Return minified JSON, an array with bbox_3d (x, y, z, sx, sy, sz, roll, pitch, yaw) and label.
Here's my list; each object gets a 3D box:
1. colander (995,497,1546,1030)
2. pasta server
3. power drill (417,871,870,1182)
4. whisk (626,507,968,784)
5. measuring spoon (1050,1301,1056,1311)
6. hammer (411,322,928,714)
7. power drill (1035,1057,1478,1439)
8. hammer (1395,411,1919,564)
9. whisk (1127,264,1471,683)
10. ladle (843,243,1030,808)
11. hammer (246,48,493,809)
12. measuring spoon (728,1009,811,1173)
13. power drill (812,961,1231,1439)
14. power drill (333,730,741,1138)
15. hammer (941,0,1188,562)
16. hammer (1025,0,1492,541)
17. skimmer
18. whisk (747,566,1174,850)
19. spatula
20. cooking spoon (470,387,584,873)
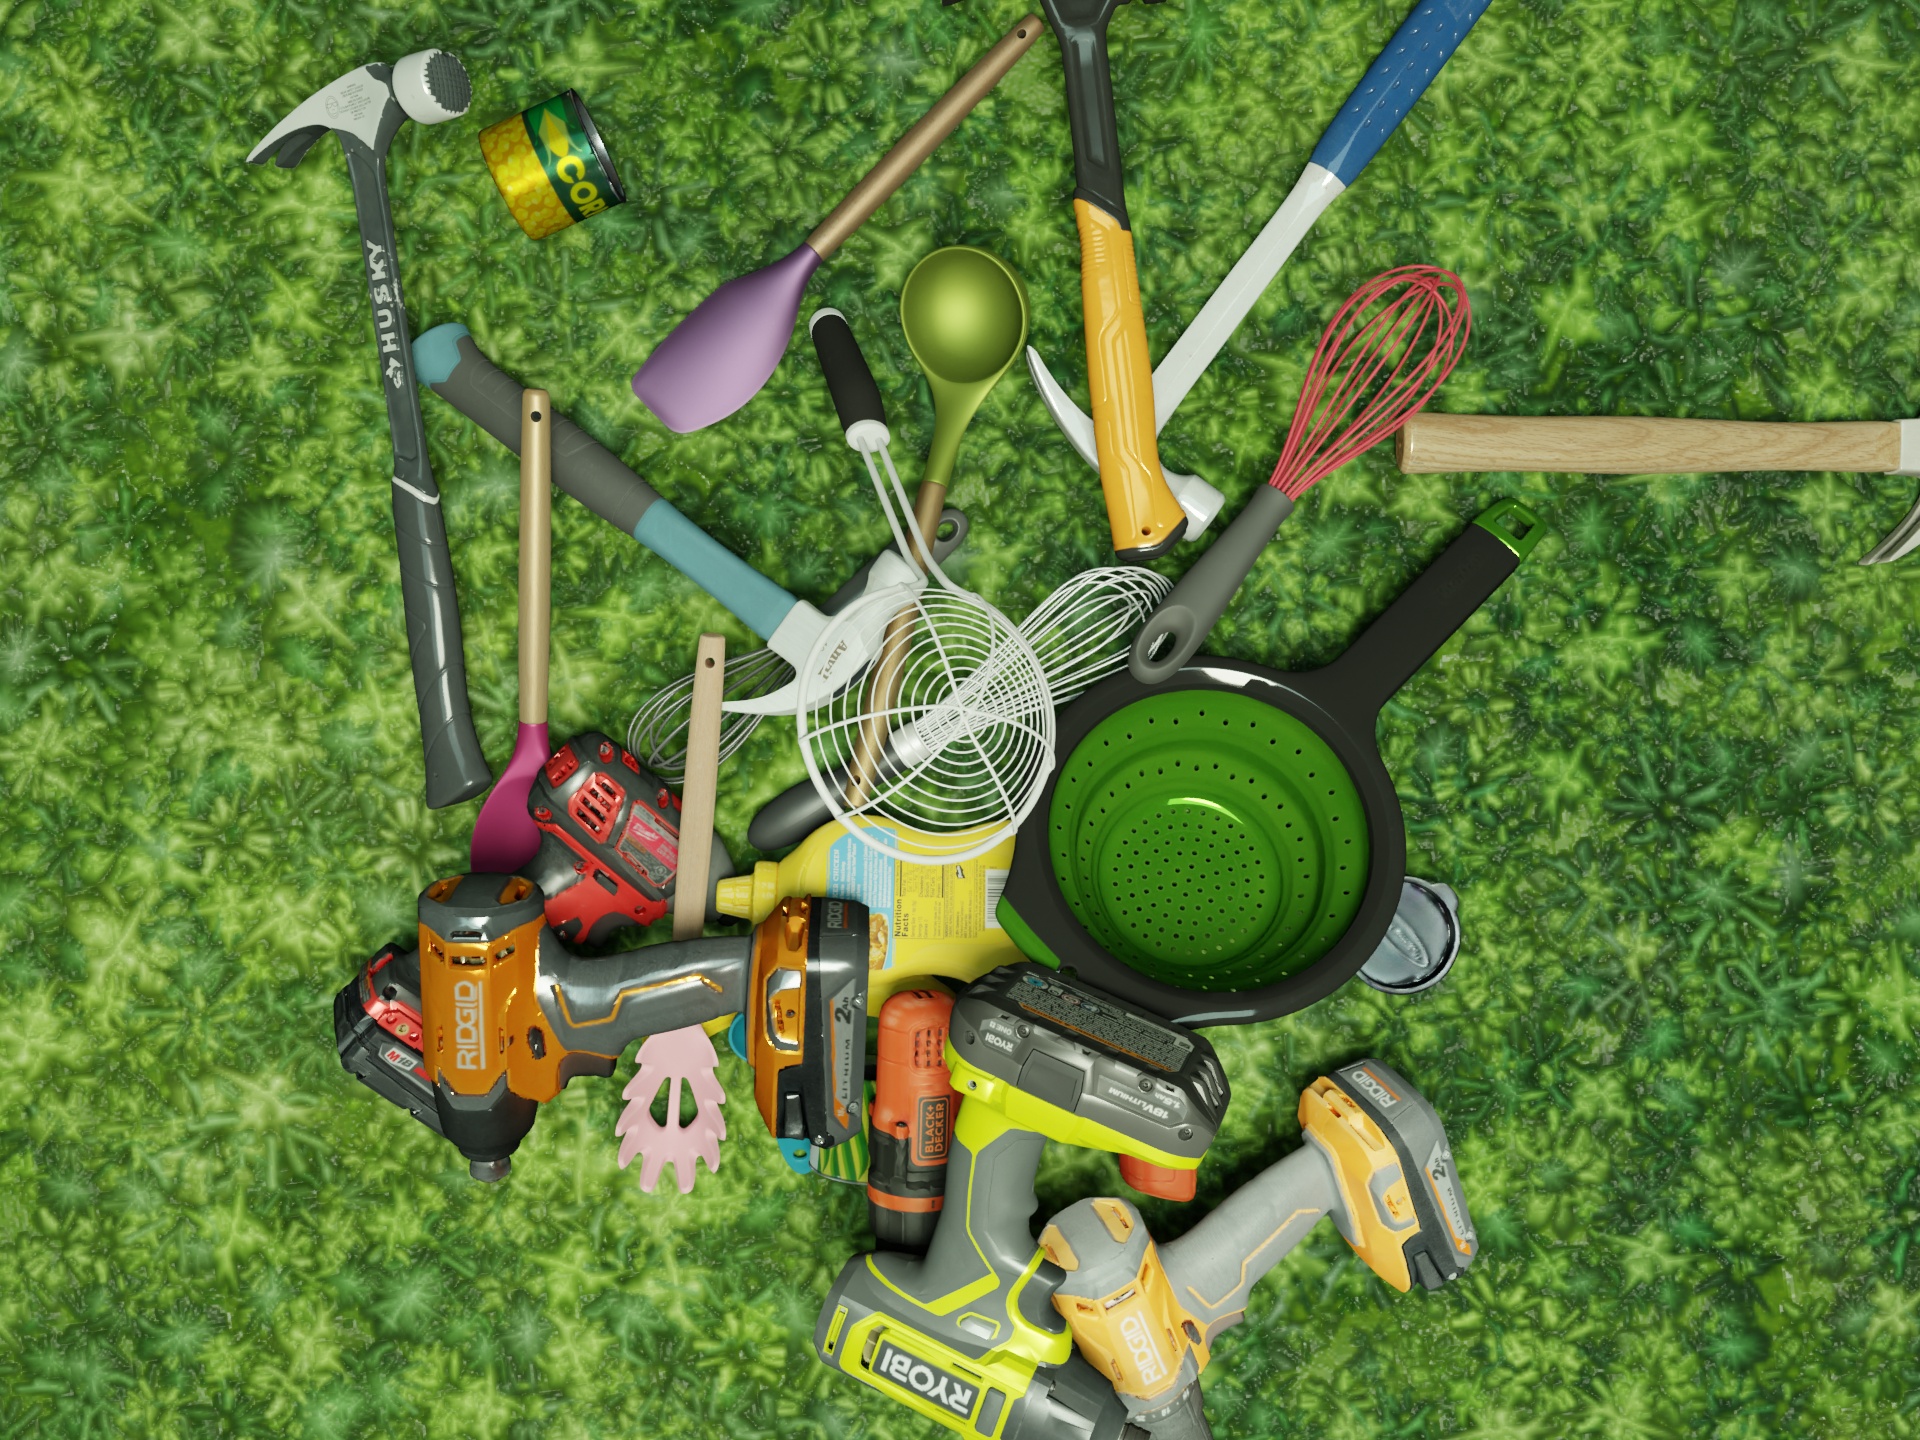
[{"bbox_3d":[0.188,0.021,0.894,0.205,0.094,0.397,43,73,16],"label":"colander"},{"bbox_3d":[-0.147,0.108,0.863,0.060,0.040,0.316,5,106,-9],"label":"pasta server"},{"bbox_3d":[-0.163,0.165,0.823,0.226,0.084,0.164,2,105,-4],"label":"power drill"},{"bbox_3d":[-0.092,-0.046,0.914,0.239,0.055,0.055,-38,90,-3],"label":"whisk"},{"bbox_3d":[-0.001,0.344,0.936,0.124,0.018,0.034,0,92,8],"label":"measuring spoon"},{"bbox_3d":[-0.182,-0.121,0.884,0.331,0.033,0.128,37,95,13],"label":"hammer"},{"bbox_3d":[0.166,0.309,0.873,0.226,0.084,0.185,-26,113,-10],"label":"power drill"},{"bbox_3d":[0.417,-0.155,0.908,0.331,0.031,0.130,0,91,1],"label":"hammer"},{"bbox_3d":[0.184,-0.137,0.875,0.073,0.073,0.296,38,81,0],"label":"whisk"},{"bbox_3d":[-0.025,-0.109,0.878,0.078,0.062,0.320,10,80,22],"label":"ladle"},{"bbox_3d":[-0.314,-0.150,0.895,0.149,0.036,0.409,-1,99,29],"label":"hammer"},{"bbox_3d":[-0.102,0.208,0.913,0.042,0.021,0.128,-9,120,1],"label":"measuring spoon"},{"bbox_3d":[0.039,0.247,0.769,0.171,0.080,0.223,22,103,14],"label":"power drill"},{"bbox_3d":[-0.229,0.126,0.892,0.219,0.079,0.143,-47,117,-3],"label":"power drill"},{"bbox_3d":[0.073,-0.254,0.874,0.127,0.034,0.337,-8,91,0],"label":"hammer"},{"bbox_3d":[0.198,-0.306,0.907,0.144,0.035,0.405,37,91,0],"label":"hammer"},{"bbox_3d":[-0.044,-0.088,0.811,0.127,0.364,0.090,6,129,-24],"label":"skimmer"},{"bbox_3d":[-0.001,-0.002,0.908,0.284,0.070,0.070,-32,91,6],"label":"whisk"},{"bbox_3d":[-0.065,-0.288,0.920,0.060,0.018,0.316,44,93,-4],"label":"spatula"},{"bbox_3d":[-0.239,-0.025,0.891,0.068,0.017,0.318,2,107,-9],"label":"cooking spoon"}]
